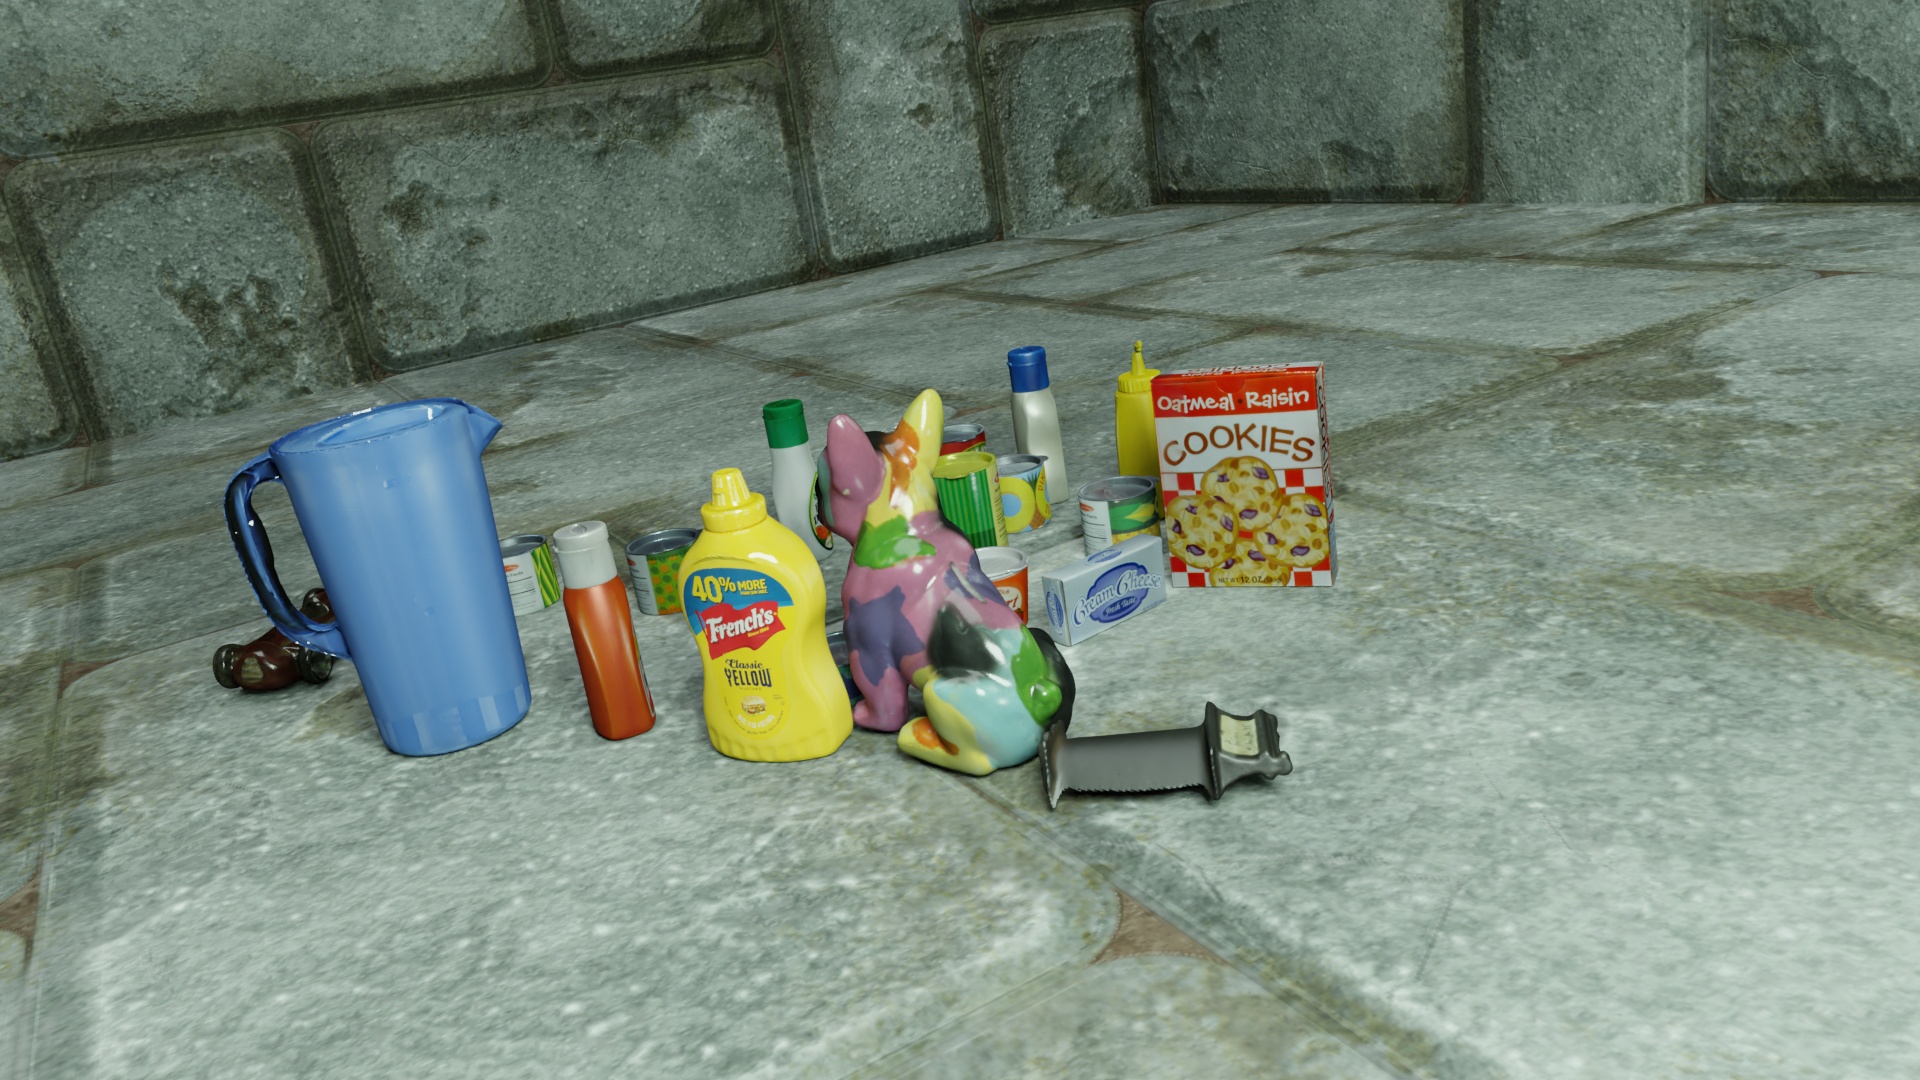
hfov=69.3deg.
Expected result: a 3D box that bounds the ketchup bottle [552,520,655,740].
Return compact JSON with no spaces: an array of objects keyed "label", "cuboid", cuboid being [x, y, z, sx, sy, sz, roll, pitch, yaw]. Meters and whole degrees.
[{"label":"ketchup bottle","cuboid":[-0.250,0.062,0.969,0.044,0.148,0.065,-16,19,-21]}]

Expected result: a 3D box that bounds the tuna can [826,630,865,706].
[{"label":"tuna can","cuboid":[-0.079,0.090,0.988,0.071,0.032,0.071,-8,18,3]}]

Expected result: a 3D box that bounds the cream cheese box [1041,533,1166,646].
[{"label":"cream cheese box","cuboid":[0.109,0.036,1.030,0.104,0.053,0.024,-21,22,-33]}]

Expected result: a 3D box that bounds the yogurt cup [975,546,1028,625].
[{"label":"yogurt cup","cuboid":[0.021,0.040,1.056,0.072,0.053,0.072,-8,18,3]}]

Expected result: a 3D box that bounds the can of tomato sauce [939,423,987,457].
[{"label":"can of tomato sauce","cuboid":[-0.003,-0.063,1.330,0.071,0.082,0.071,-8,18,3]}]

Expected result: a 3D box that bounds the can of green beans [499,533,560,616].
[{"label":"can of green beans","cuboid":[-0.406,0.032,1.274,0.071,0.057,0.071,-8,18,3]}]

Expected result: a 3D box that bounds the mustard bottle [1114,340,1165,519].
[{"label":"mustard bottle","cuboid":[0.166,-0.101,1.242,0.049,0.159,0.065,2,21,30]}]

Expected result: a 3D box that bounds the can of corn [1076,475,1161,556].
[{"label":"can of corn","cuboid":[0.137,-0.018,1.169,0.071,0.058,0.071,-8,18,3]}]

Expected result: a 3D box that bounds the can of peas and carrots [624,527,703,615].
[{"label":"can of peas and carrots","cuboid":[-0.253,0.026,1.219,0.071,0.058,0.071,-8,18,3]}]

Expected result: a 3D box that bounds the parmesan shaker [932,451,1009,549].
[{"label":"parmesan shaker","cuboid":[0.004,-0.014,1.149,0.071,0.102,0.071,-8,18,3]}]

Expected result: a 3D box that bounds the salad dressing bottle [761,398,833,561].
[{"label":"salad dressing bottle","cuboid":[-0.150,-0.054,1.269,0.044,0.147,0.064,-5,18,12]}]

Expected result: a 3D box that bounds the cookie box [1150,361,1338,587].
[{"label":"cookie box","cuboid":[0.215,-0.048,1.048,0.123,0.166,0.040,-1,19,22]}]

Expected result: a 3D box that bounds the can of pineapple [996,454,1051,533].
[{"label":"can of pineapple","cuboid":[0.050,-0.044,1.286,0.071,0.057,0.071,-8,18,3]}]

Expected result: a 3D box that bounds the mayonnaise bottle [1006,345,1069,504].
[{"label":"mayonnaise bottle","cuboid":[0.073,-0.111,1.333,0.041,0.147,0.065,-13,18,-12]}]
